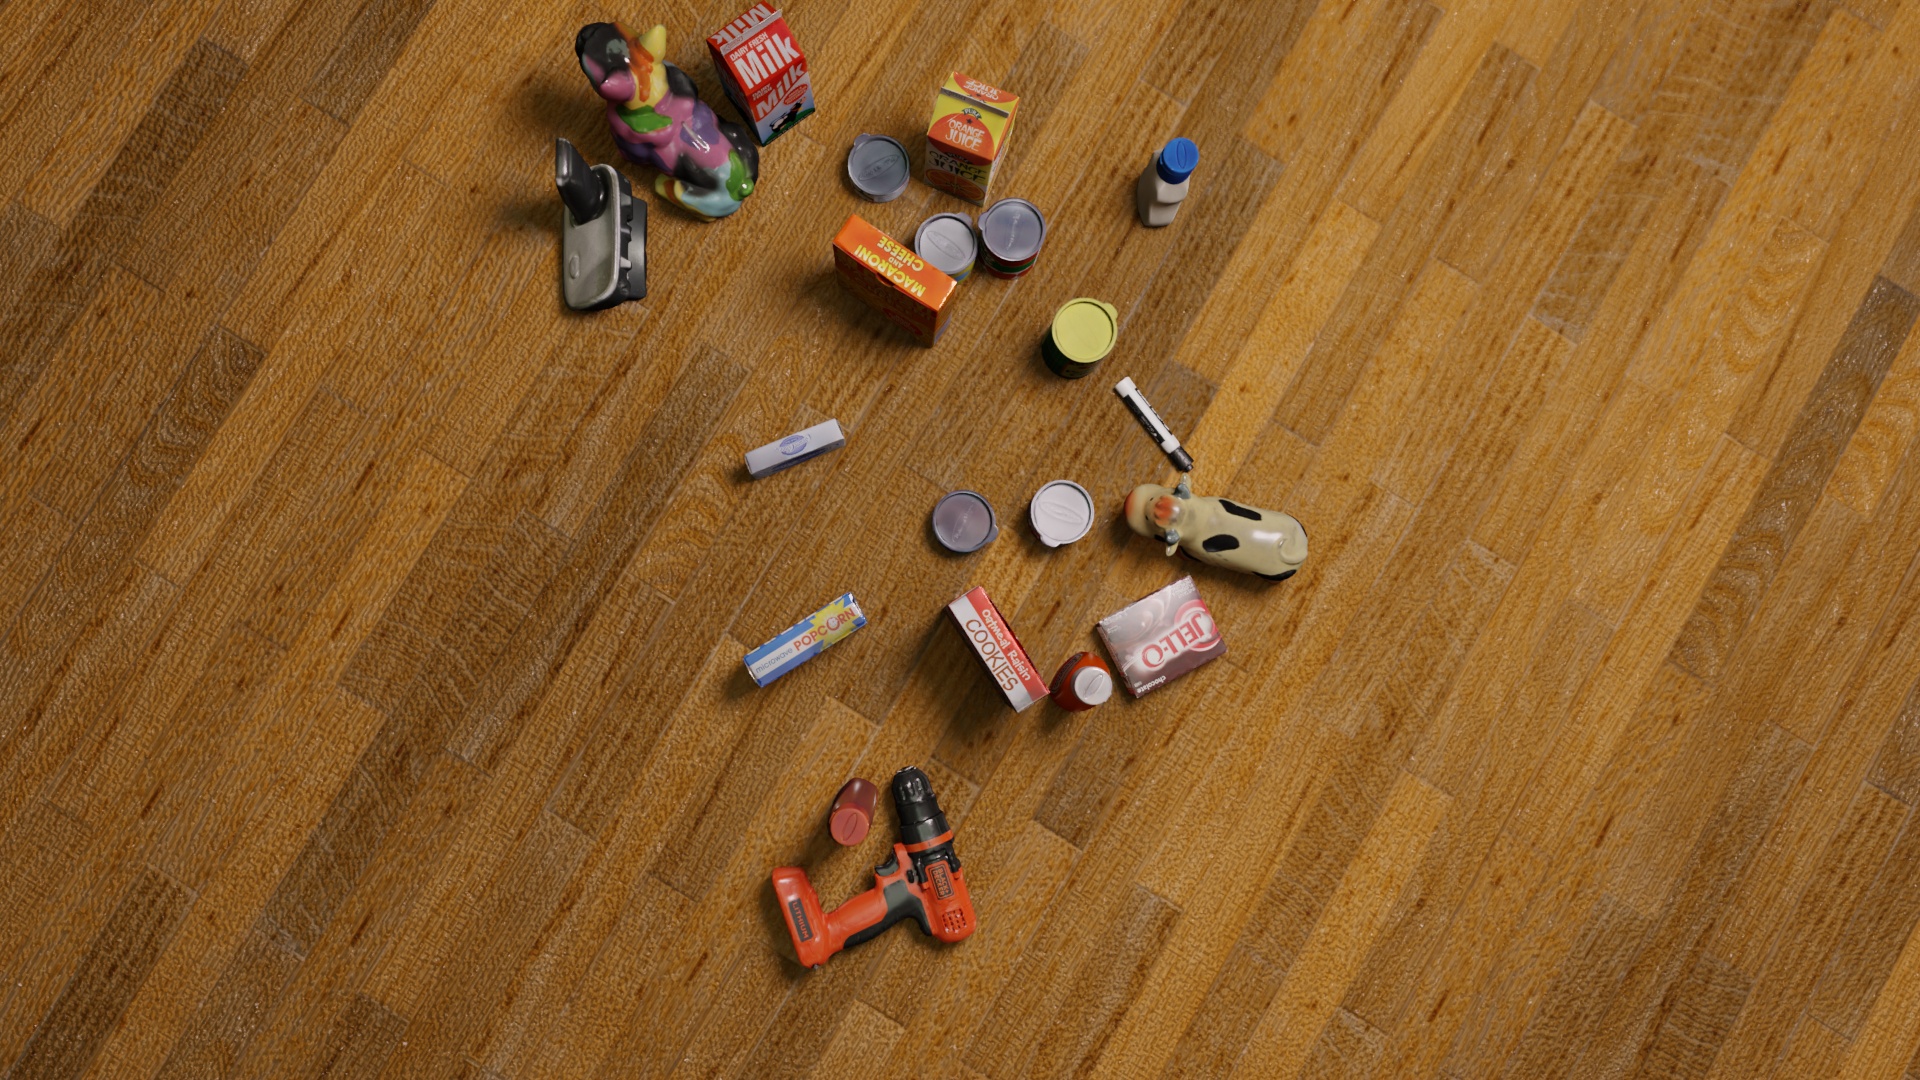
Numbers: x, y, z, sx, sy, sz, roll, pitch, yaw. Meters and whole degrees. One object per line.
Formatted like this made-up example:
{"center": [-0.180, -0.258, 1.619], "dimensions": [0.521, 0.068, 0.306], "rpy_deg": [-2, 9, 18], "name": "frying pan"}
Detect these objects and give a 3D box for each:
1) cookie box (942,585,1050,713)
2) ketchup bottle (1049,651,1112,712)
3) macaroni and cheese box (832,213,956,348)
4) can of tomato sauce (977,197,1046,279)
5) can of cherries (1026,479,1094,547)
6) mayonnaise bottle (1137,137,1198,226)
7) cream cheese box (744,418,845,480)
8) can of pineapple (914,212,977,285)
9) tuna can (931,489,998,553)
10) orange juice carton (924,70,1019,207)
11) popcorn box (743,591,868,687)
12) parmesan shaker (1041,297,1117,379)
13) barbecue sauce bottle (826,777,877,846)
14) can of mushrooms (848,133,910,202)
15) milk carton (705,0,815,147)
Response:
{"center": [0.034, 0.106, 1.385], "dimensions": [0.040, 0.167, 0.123], "rpy_deg": [-33, 88, -4], "name": "cookie box"}
{"center": [0.125, 0.144, 1.396], "dimensions": [0.043, 0.148, 0.065], "rpy_deg": [36, 85, 0], "name": "ketchup bottle"}
{"center": [-0.067, -0.259, 1.409], "dimensions": [0.124, 0.166, 0.040], "rpy_deg": [33, 85, 0], "name": "macaroni and cheese box"}
{"center": [0.051, -0.316, 1.461], "dimensions": [0.071, 0.083, 0.071], "rpy_deg": [0, 86, -3], "name": "can of tomato sauce"}
{"center": [0.102, -0.025, 1.453], "dimensions": [0.071, 0.058, 0.071], "rpy_deg": [0, 86, -3], "name": "can of cherries"}
{"center": [0.215, -0.375, 1.441], "dimensions": [0.041, 0.148, 0.065], "rpy_deg": [-4, 86, -3], "name": "mayonnaise bottle"}
{"center": [-0.172, -0.095, 1.448], "dimensions": [0.104, 0.053, 0.024], "rpy_deg": [-22, 87, -4], "name": "cream cheese box"}
{"center": [-0.014, -0.307, 1.470], "dimensions": [0.071, 0.058, 0.071], "rpy_deg": [0, 86, -3], "name": "can of pineapple"}
{"center": [0.005, -0.018, 1.461], "dimensions": [0.071, 0.033, 0.071], "rpy_deg": [0, 86, -3], "name": "tuna can"}
{"center": [0.010, -0.412, 1.412], "dimensions": [0.072, 0.192, 0.073], "rpy_deg": [22, 86, -1], "name": "orange juice carton"}
{"center": [-0.156, 0.101, 1.418], "dimensions": [0.127, 0.085, 0.038], "rpy_deg": [-32, 88, -4], "name": "popcorn box"}
{"center": [0.125, -0.210, 1.446], "dimensions": [0.071, 0.103, 0.071], "rpy_deg": [0, 86, -3], "name": "parmesan shaker"}
{"center": [-0.108, 0.273, 1.375], "dimensions": [0.044, 0.148, 0.065], "rpy_deg": [25, 85, -1], "name": "barbecue sauce bottle"}
{"center": [-0.088, -0.399, 1.486], "dimensions": [0.071, 0.033, 0.071], "rpy_deg": [0, 86, -3], "name": "can of mushrooms"}
{"center": [-0.202, -0.478, 1.408], "dimensions": [0.072, 0.190, 0.073], "rpy_deg": [-36, 88, -4], "name": "milk carton"}
